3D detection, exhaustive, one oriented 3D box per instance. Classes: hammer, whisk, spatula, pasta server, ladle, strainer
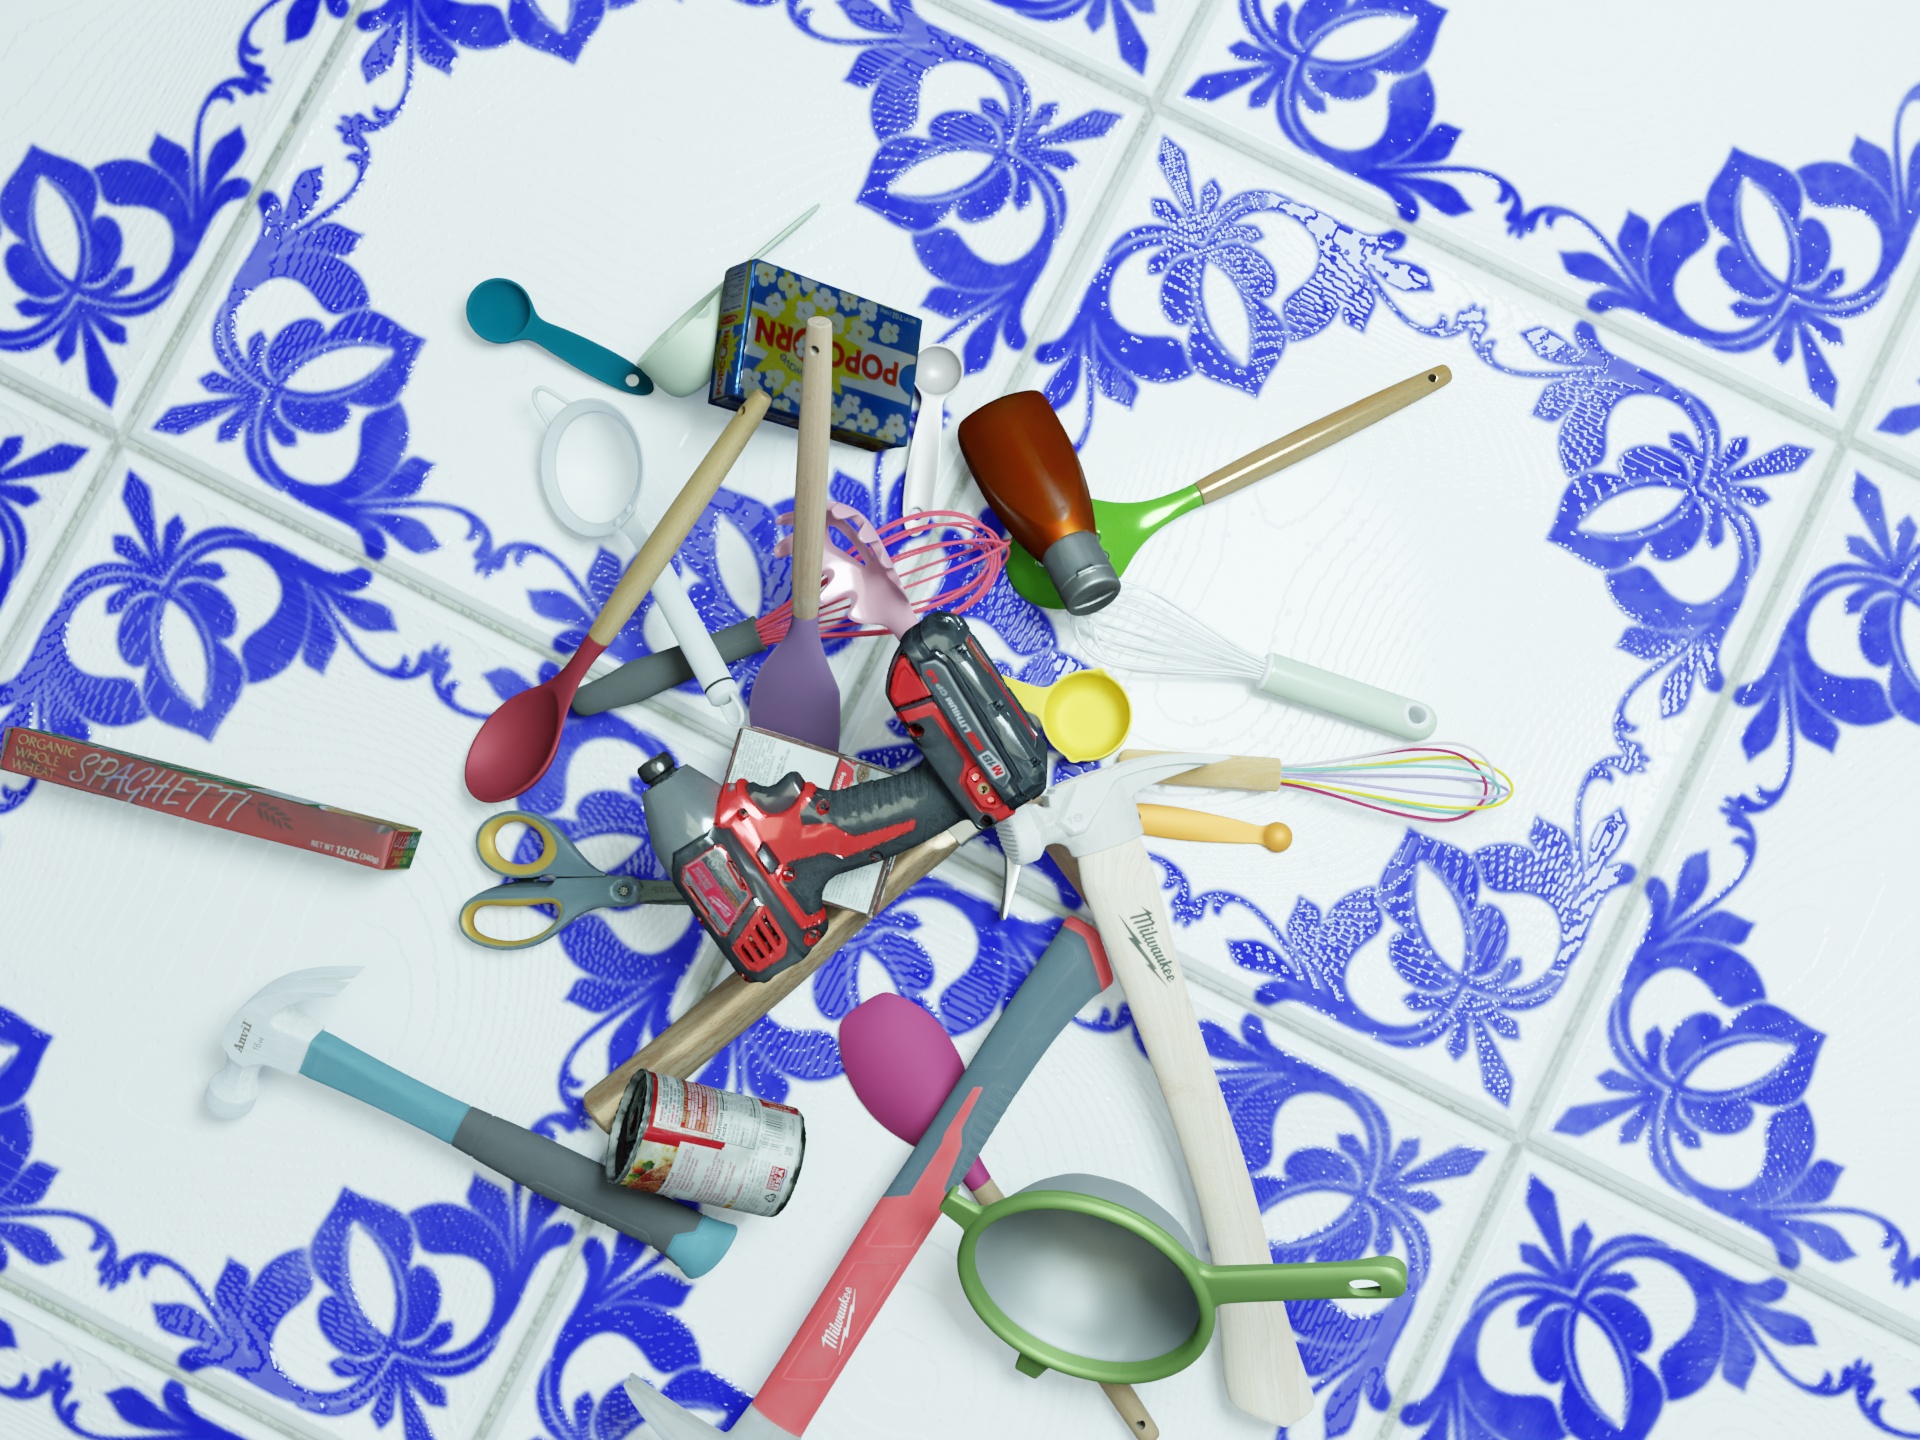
[{"bbox_3d":[-0.292,0.253,0.968,0.331,0.033,0.128,27,112,-2],"label":"hammer"},{"bbox_3d":[0.183,-0.033,0.999,0.246,0.059,0.058,18,71,-4],"label":"whisk"},{"bbox_3d":[-0.090,-0.083,0.912,0.060,0.018,0.315,15,129,8],"label":"spatula"},{"bbox_3d":[0.148,0.224,0.961,0.146,0.038,0.410,-19,94,-15],"label":"hammer"},{"bbox_3d":[-0.002,-0.003,0.954,0.060,0.040,0.316,-26,105,37],"label":"pasta server"},{"bbox_3d":[-0.205,-0.070,0.953,0.315,0.031,0.069,-51,53,19],"label":"ladle"},{"bbox_3d":[-0.039,0.278,0.956,0.143,0.038,0.386,33,81,3],"label":"hammer"},{"bbox_3d":[-0.095,0.143,0.990,0.331,0.031,0.130,-40,86,-3],"label":"hammer"},{"bbox_3d":[0.125,0.301,0.904,0.256,0.069,0.151,-11,116,24],"label":"strainer"},{"bbox_3d":[-0.193,-0.103,0.982,0.087,0.050,0.259,-40,70,28],"label":"strainer"},{"bbox_3d":[-0.107,-0.062,0.994,0.296,0.073,0.073,-21,86,3],"label":"whisk"},{"bbox_3d":[0.222,0.034,1.000,0.245,0.051,0.047,4,65,4],"label":"whisk"}]

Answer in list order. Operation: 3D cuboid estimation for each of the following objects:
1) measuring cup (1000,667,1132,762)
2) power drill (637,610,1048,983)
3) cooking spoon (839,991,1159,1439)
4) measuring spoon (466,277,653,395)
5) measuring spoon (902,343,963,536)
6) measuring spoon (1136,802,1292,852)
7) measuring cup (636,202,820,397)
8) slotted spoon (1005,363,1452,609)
[{"bbox_3d":[0.034,-0.015,1.011,0.156,0.029,0.062,16,86,13],"label":"measuring cup"},{"bbox_3d":[-0.070,0.037,0.896,0.219,0.078,0.143,-33,96,9],"label":"power drill"},{"bbox_3d":[0.028,0.309,0.984,0.069,0.017,0.319,-34,86,-2],"label":"cooking spoon"},{"bbox_3d":[-0.257,-0.242,1.029,0.128,0.021,0.042,27,87,-7],"label":"measuring spoon"},{"bbox_3d":[-0.022,-0.180,1.026,0.034,0.018,0.124,8,92,-4],"label":"measuring spoon"},{"bbox_3d":[0.153,0.067,1.006,0.117,0.011,0.021,8,86,0],"label":"measuring spoon"},{"bbox_3d":[-0.135,-0.267,1.012,0.167,0.083,0.038,-49,112,-20],"label":"measuring cup"},{"bbox_3d":[0.174,-0.158,1.017,0.314,0.031,0.070,-26,86,-3],"label":"slotted spoon"}]
